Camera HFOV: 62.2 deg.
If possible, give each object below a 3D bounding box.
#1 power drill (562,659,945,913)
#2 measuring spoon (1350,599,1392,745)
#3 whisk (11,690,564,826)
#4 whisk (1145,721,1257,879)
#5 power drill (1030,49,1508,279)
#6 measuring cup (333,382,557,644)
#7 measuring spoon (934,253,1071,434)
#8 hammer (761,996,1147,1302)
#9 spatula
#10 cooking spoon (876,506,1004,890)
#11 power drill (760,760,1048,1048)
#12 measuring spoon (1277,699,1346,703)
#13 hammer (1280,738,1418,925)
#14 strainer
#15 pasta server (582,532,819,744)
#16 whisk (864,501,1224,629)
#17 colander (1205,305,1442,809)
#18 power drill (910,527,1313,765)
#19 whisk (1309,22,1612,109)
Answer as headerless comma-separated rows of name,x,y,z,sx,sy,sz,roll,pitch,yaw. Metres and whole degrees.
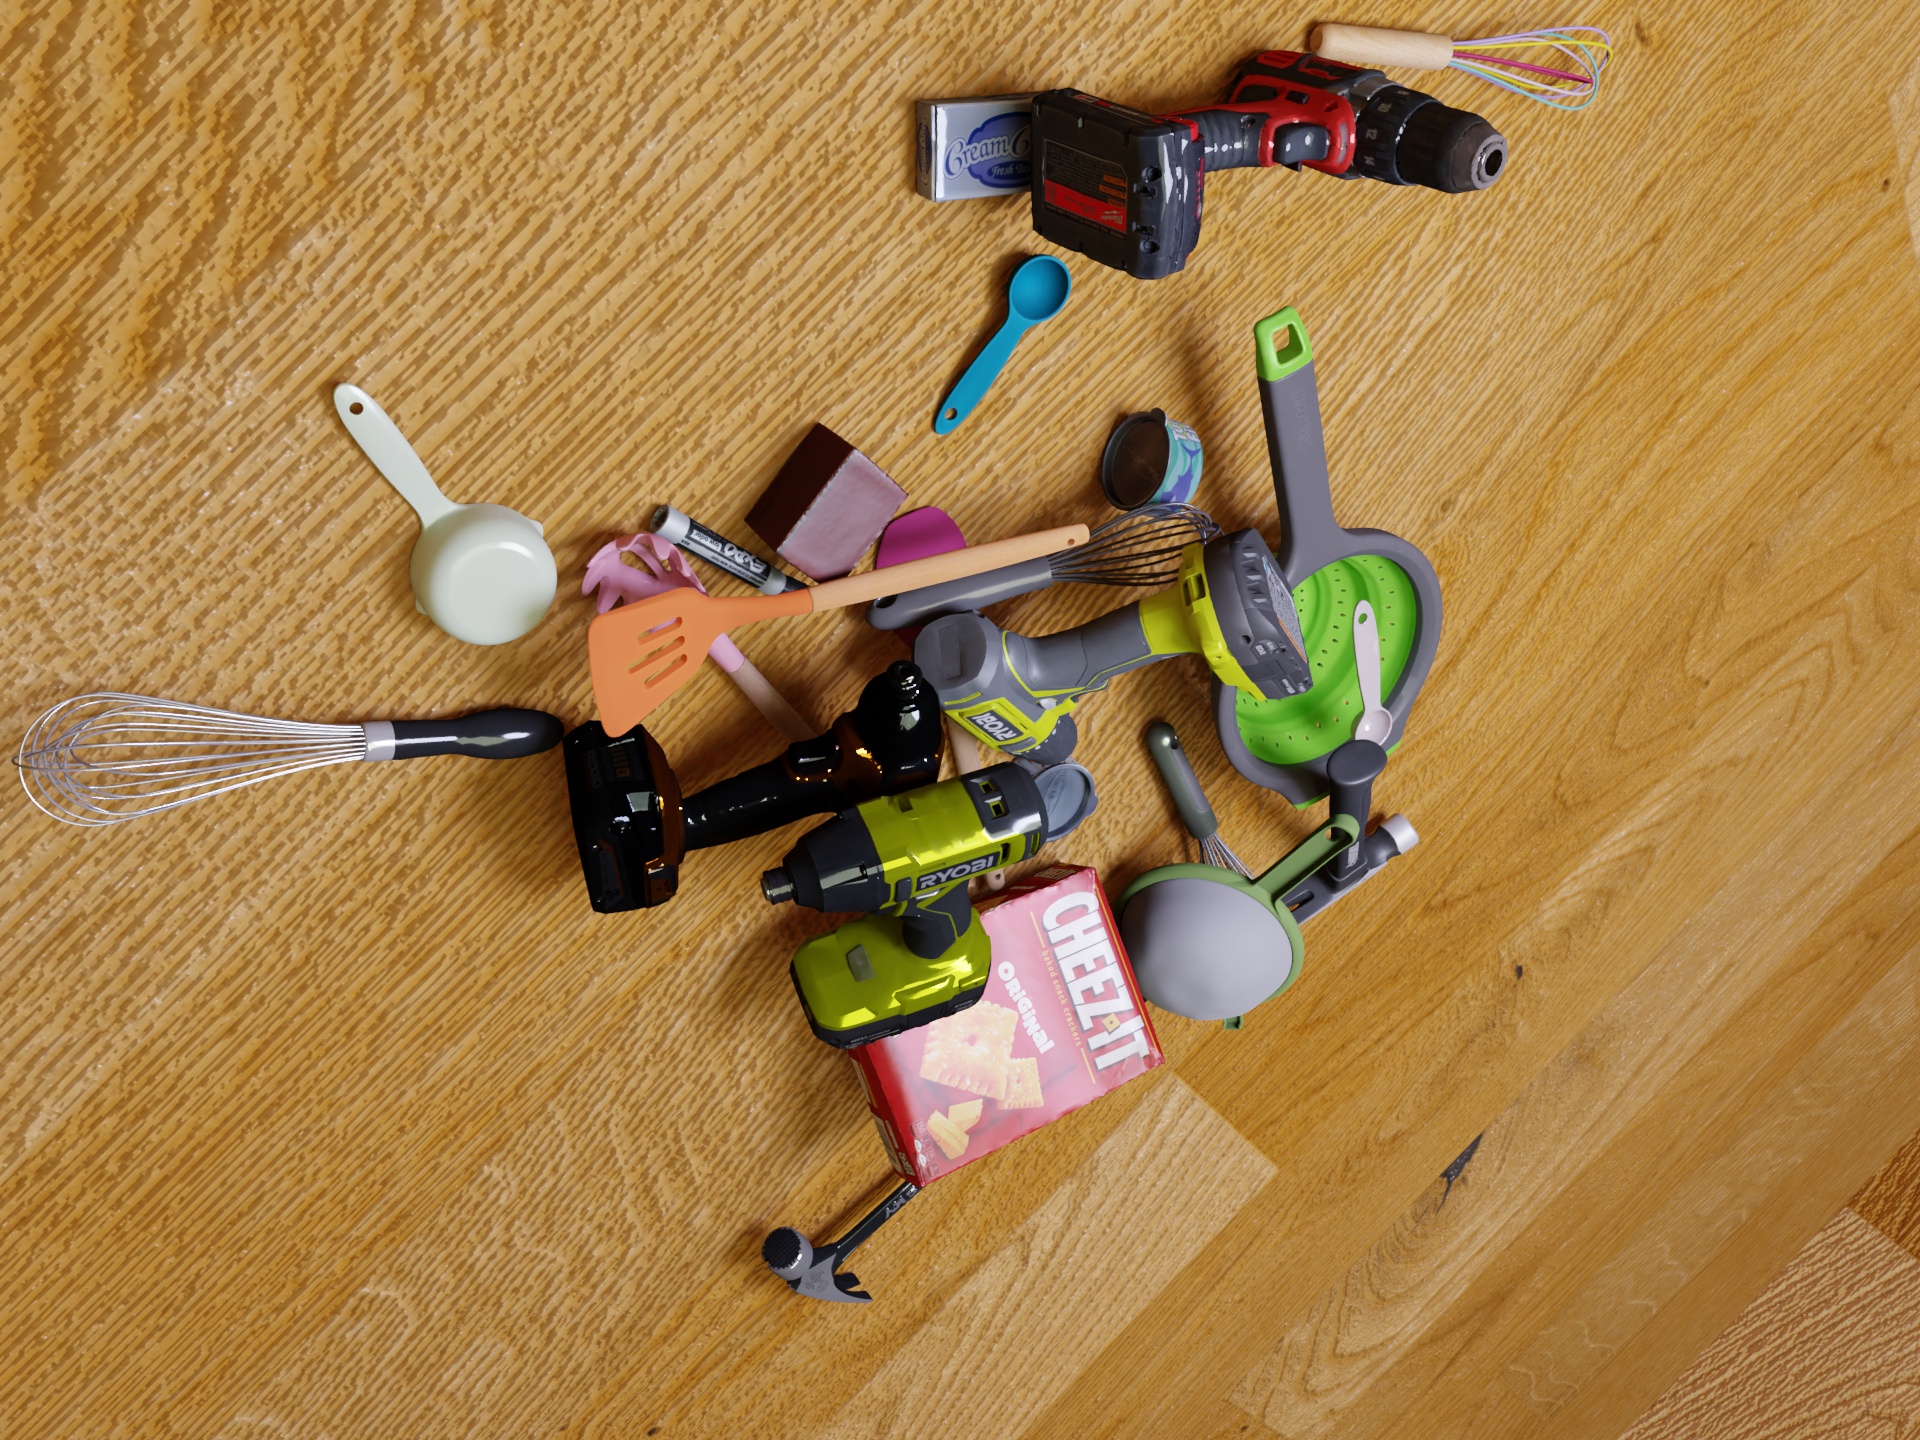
power drill,-0.118,0.033,0.960,0.226,0.084,0.164,-11,147,-17
measuring spoon,0.290,-0.034,1.147,0.034,0.018,0.124,-24,121,-18
whisk,-0.352,0.013,0.865,0.284,0.070,0.070,-4,119,-37
whisk,0.197,0.091,1.267,0.246,0.059,0.058,60,40,-36
power drill,0.171,-0.318,0.894,0.226,0.188,0.080,-24,131,-27
measuring cup,-0.276,-0.107,0.845,0.083,0.038,0.167,-37,133,-9
measuring spoon,0.020,-0.233,0.980,0.042,0.021,0.128,23,112,-39
hammer,0.027,0.325,1.297,0.409,0.036,0.149,-39,142,-9
spatula,-0.063,-0.071,0.933,0.322,0.041,0.081,-16,130,-20
cooking spoon,-0.002,-0.004,1.098,0.069,0.017,0.318,-26,127,-18
power drill,-0.043,0.120,1.009,0.171,0.080,0.223,-16,149,-17
measuring spoon,0.287,-0.023,1.281,0.116,0.011,0.021,-1,116,-36
hammer,0.298,0.086,1.241,0.146,0.035,0.334,-35,158,-1
strainer,0.208,0.157,1.187,0.151,0.069,0.256,35,134,-5
pasta server,-0.127,-0.014,0.999,0.060,0.040,0.315,-22,135,16
whisk,0.055,-0.094,1.019,0.239,0.055,0.055,-15,126,-4
colander,0.227,-0.118,1.123,0.204,0.095,0.396,-30,130,-14
power drill,0.104,-0.034,1.034,0.228,0.080,0.190,-16,155,20
whisk,0.330,-0.432,1.041,0.245,0.047,0.051,-6,108,-25
